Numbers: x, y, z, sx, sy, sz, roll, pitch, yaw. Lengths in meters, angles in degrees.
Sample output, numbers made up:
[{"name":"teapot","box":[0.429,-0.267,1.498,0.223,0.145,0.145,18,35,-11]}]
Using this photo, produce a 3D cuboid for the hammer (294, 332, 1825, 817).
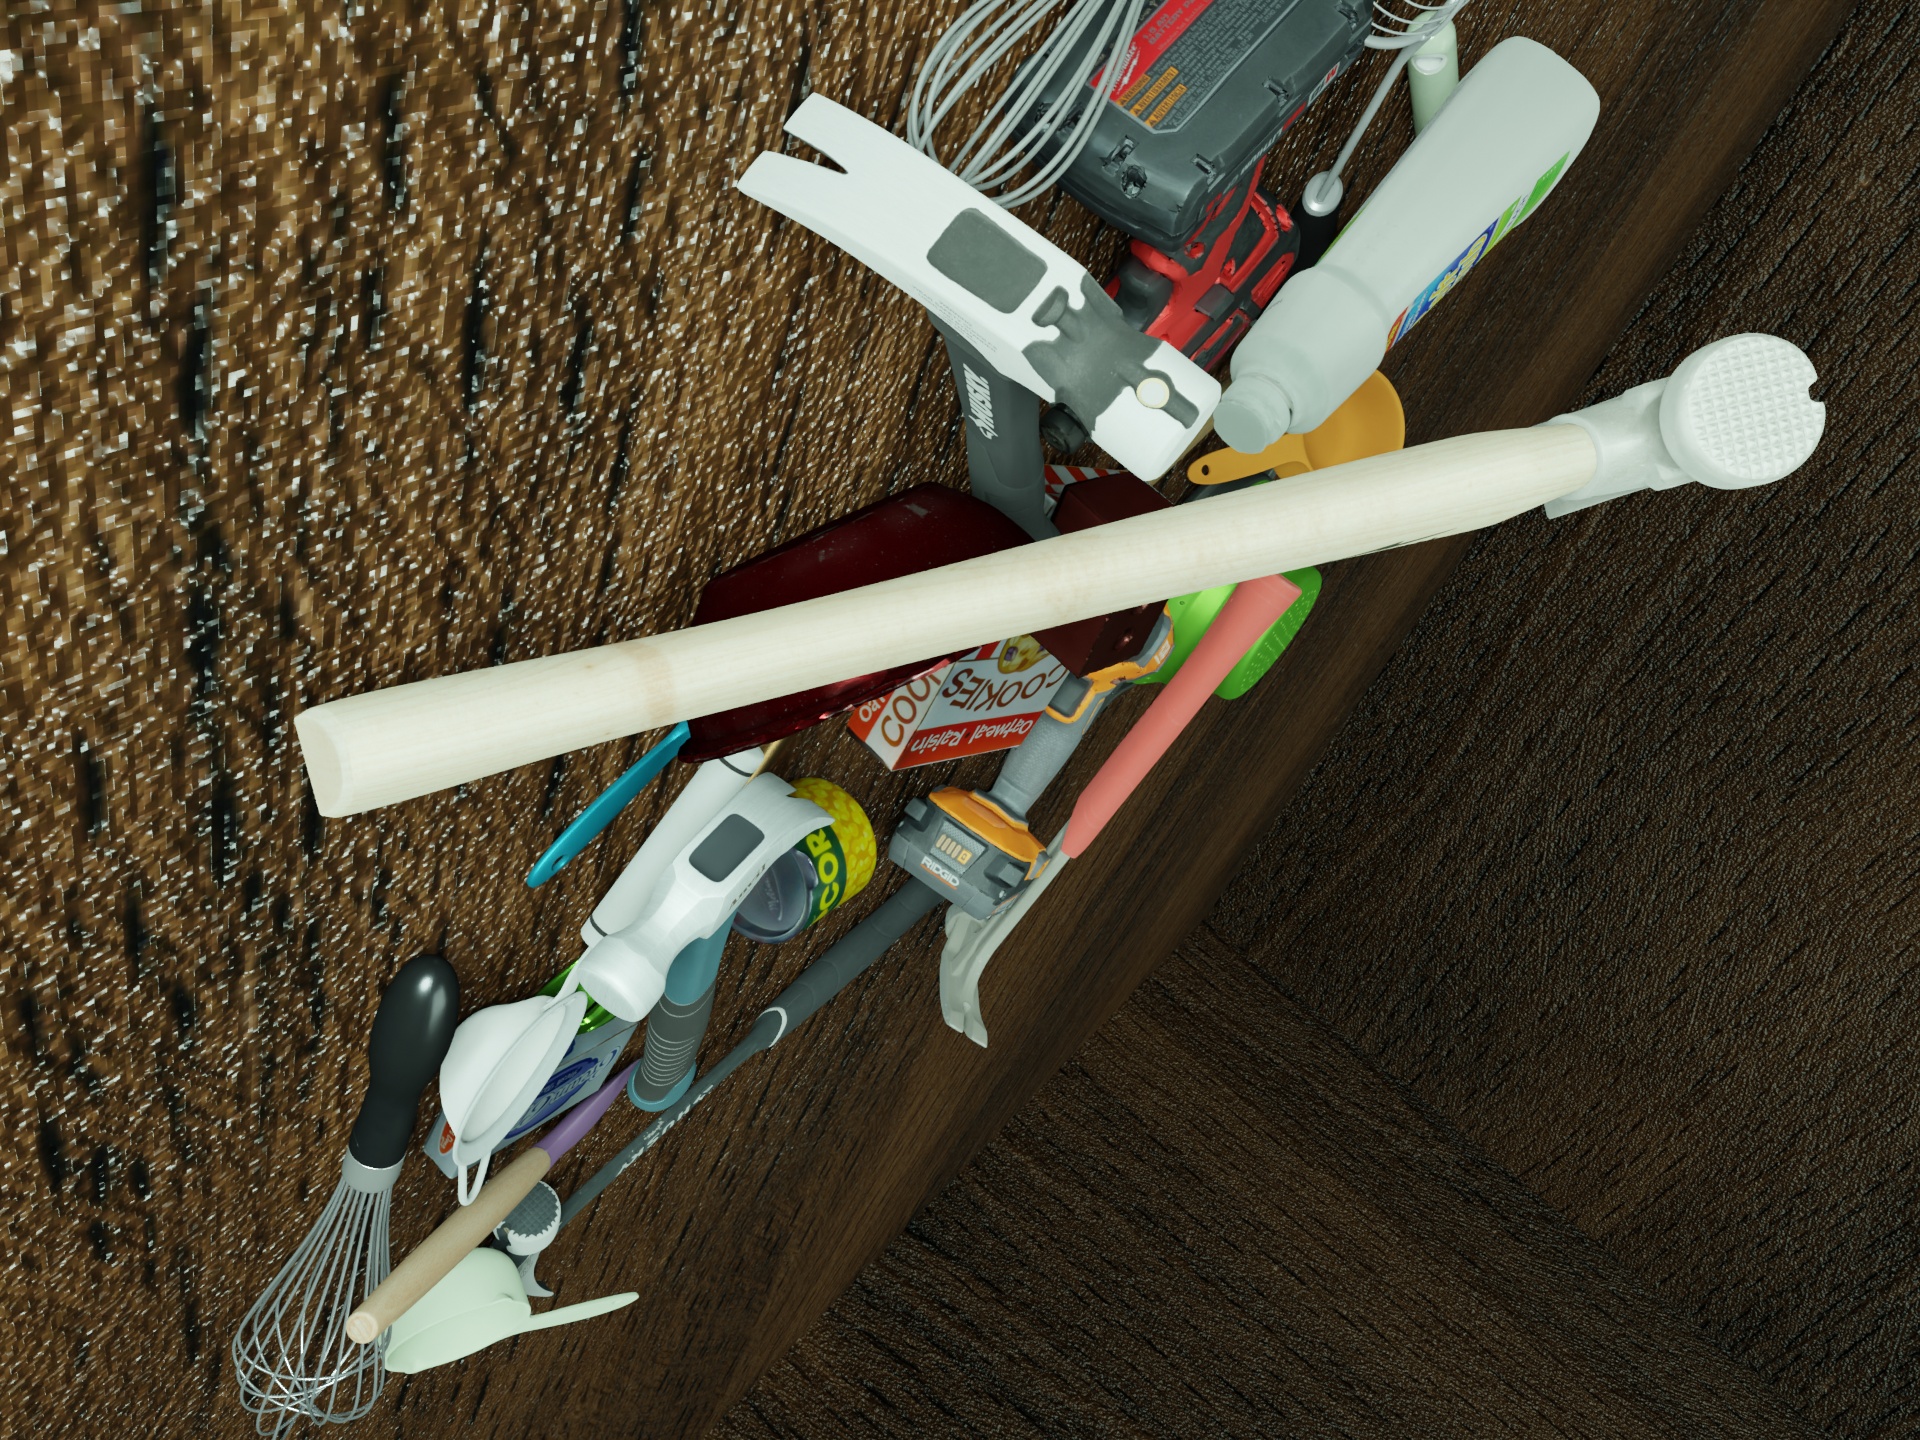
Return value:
[{"name":"hammer","box":[0.017,-0.037,0.466,0.410,0.038,0.146,-14,-178,-1]}]

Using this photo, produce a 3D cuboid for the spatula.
[{"name":"spatula","box":[-0.209,0.216,0.754,0.060,0.018,0.316,-49,178,7]}]

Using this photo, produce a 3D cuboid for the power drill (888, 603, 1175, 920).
[{"name":"power drill","box":[0.051,0.008,0.970,0.226,0.084,0.164,-56,170,2]}]

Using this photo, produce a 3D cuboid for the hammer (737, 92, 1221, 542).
[{"name":"hammer","box":[0.011,-0.105,0.572,0.035,0.146,0.334,-51,174,-2]}]

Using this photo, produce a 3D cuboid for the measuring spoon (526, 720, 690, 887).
[{"name":"measuring spoon","box":[-0.123,0.027,0.651,0.128,0.021,0.042,-46,164,-20]}]

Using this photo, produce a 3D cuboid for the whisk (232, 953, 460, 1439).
[{"name":"whisk","box":[-0.249,0.203,0.655,0.070,0.070,0.284,-27,147,-56]}]

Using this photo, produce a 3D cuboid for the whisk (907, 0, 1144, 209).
[{"name":"whisk","box":[0.058,-0.250,0.488,0.239,0.055,0.055,-54,165,-5]}]

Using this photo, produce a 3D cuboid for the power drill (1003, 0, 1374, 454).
[{"name":"power drill","box":[0.080,-0.193,0.623,0.143,0.078,0.219,-48,167,-7]}]

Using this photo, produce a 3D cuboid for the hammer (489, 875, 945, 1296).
[{"name":"hammer","box":[-0.137,0.214,1.027,0.409,0.036,0.149,-39,162,-37]}]

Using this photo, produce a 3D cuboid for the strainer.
[{"name":"strainer","box":[-0.153,0.093,0.663,0.258,0.050,0.087,-52,174,11]}]

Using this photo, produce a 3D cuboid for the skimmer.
[{"name":"skimmer","box":[0.156,-0.284,0.705,0.127,0.090,0.363,-51,175,-12]}]

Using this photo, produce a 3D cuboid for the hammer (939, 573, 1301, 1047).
[{"name":"hammer","box":[0.099,0.049,1.046,0.359,0.036,0.149,-53,-165,17]}]

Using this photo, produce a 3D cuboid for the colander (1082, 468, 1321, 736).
[{"name":"colander","box":[0.140,-0.017,1.136,0.397,0.094,0.204,-54,164,6]}]

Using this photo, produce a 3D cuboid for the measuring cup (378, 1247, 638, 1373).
[{"name":"measuring cup","box":[-0.243,0.313,0.869,0.083,0.038,0.167,-40,151,21]}]

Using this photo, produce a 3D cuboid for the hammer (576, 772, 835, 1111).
[{"name":"hammer","box":[-0.125,0.121,0.721,0.128,0.033,0.330,-51,174,-29]}]

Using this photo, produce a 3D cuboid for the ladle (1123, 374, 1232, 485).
[{"name":"ladle","box":[0.152,-0.170,0.912,0.320,0.062,0.078,-43,164,-16]}]

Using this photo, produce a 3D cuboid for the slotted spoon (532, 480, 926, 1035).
[{"name":"slotted spoon","box":[-0.100,0.026,0.711,0.313,0.031,0.070,-55,162,11]}]

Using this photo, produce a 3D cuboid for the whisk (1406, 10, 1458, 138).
[{"name":"whisk","box":[0.271,-0.332,0.900,0.246,0.058,0.059,17,77,-70]}]

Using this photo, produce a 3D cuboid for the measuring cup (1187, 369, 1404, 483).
[{"name":"measuring cup","box":[0.209,-0.180,1.045,0.173,0.095,0.052,-18,-166,-22]}]
